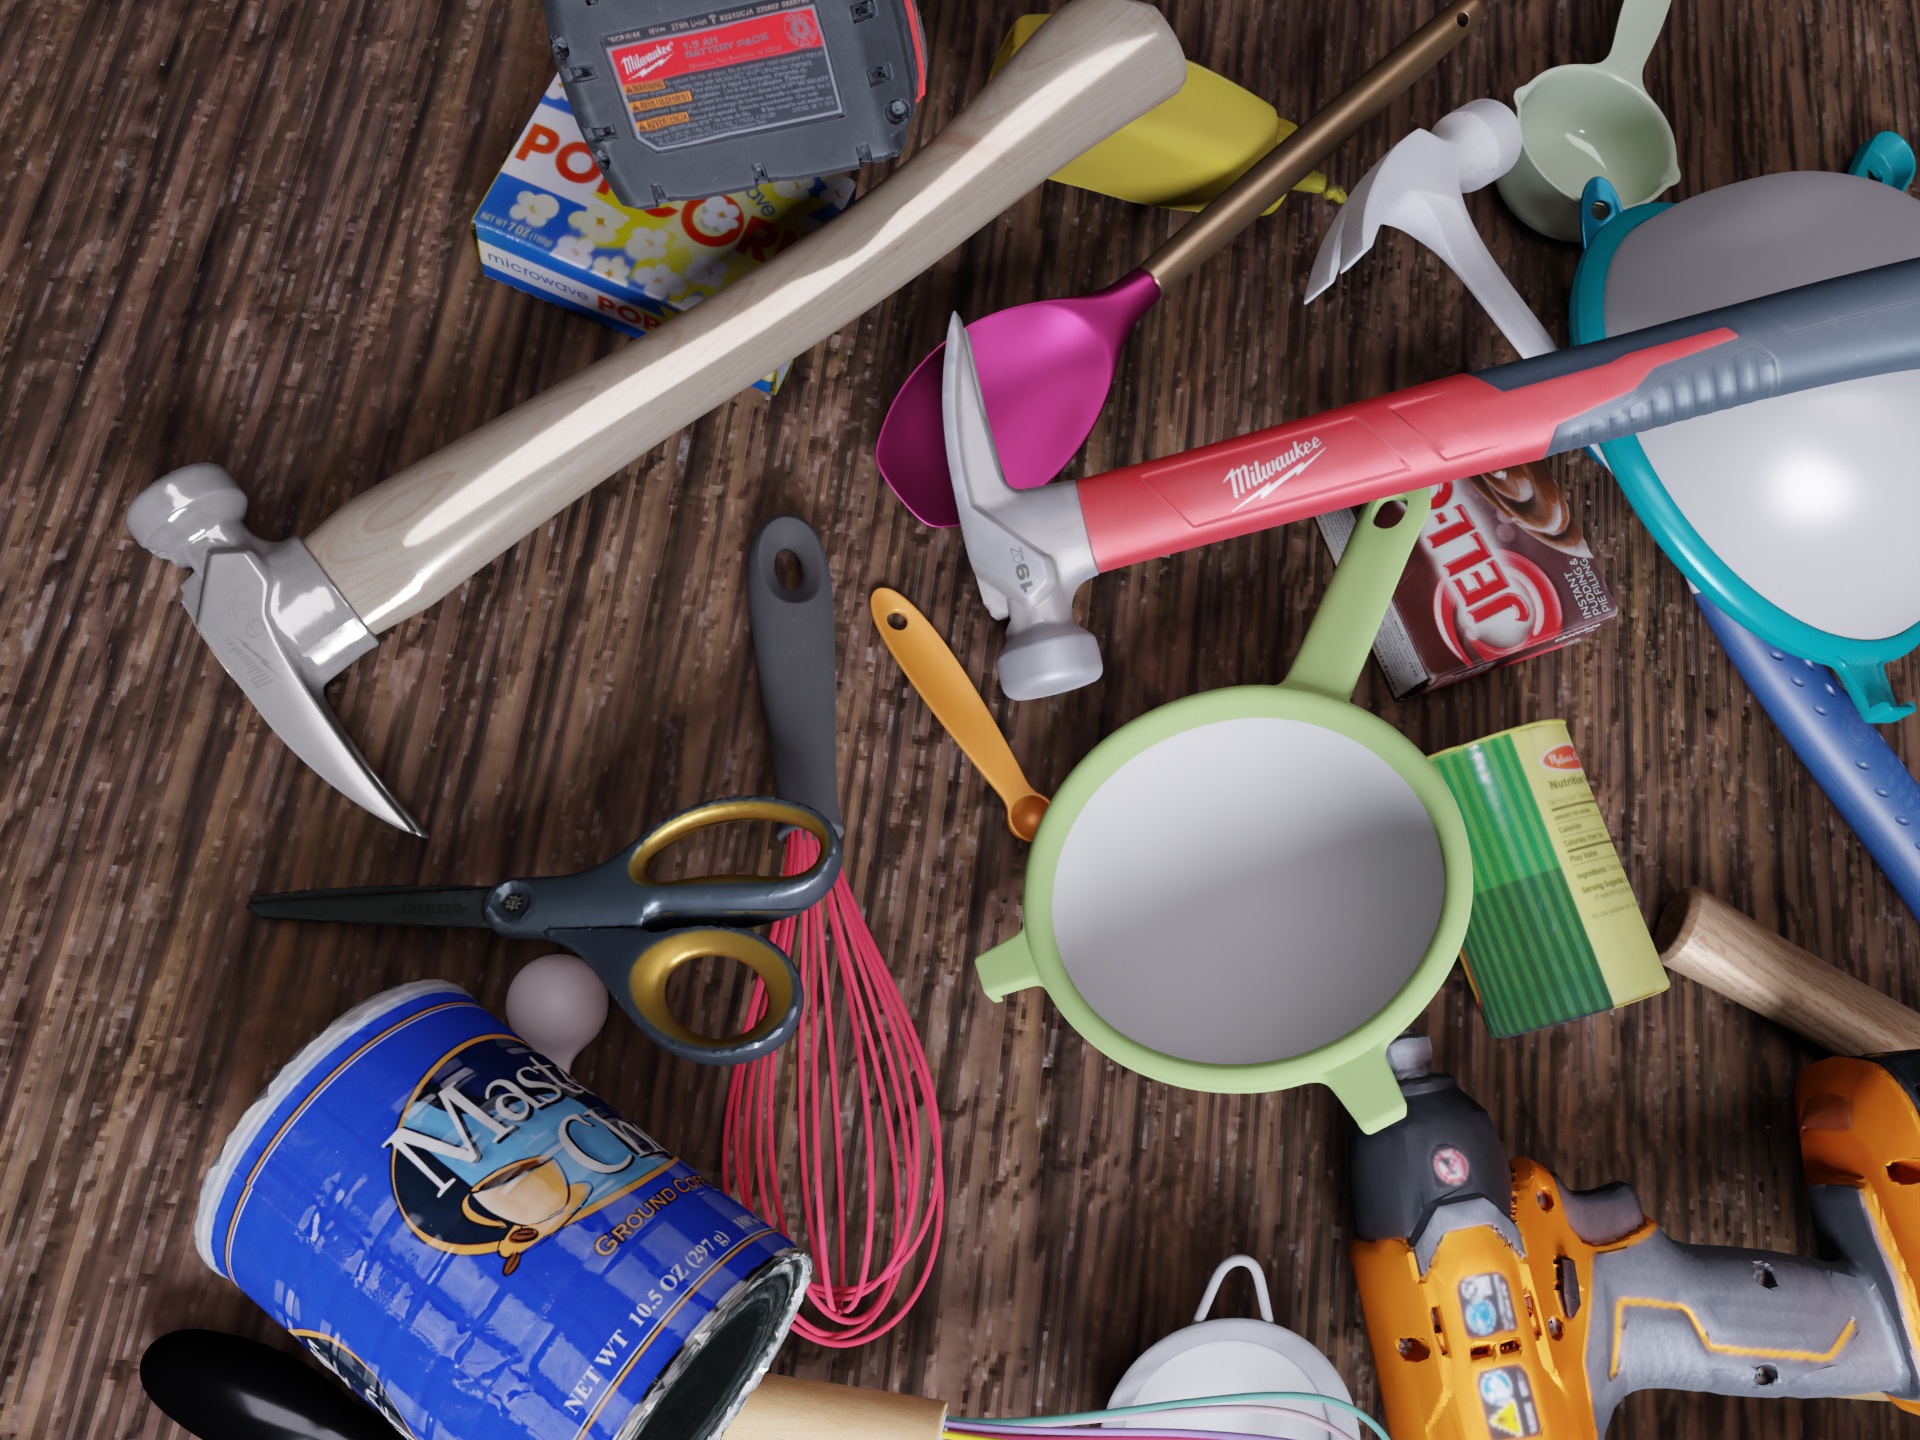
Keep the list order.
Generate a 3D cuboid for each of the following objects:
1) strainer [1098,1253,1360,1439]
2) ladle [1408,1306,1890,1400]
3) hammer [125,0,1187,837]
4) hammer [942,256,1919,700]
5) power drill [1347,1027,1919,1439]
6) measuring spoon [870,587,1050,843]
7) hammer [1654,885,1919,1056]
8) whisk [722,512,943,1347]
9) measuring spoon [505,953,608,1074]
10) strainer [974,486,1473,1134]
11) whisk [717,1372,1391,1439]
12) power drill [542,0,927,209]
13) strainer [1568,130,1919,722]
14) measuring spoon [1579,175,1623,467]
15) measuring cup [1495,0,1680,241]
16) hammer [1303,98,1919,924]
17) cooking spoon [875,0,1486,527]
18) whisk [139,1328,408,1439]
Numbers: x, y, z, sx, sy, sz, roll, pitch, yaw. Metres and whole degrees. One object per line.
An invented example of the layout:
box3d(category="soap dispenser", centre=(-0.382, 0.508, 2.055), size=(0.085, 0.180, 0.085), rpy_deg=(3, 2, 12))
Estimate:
box3d(category="strainer", centre=(0.084, 0.301, 0.501), size=(0.087, 0.050, 0.258), rpy_deg=(2, 78, -7))
box3d(category="ladle", centre=(0.310, 0.233, 0.574), size=(0.315, 0.031, 0.069), rpy_deg=(8, 65, -6))
box3d(category="hammer", centre=(-0.078, -0.129, 0.573), size=(0.410, 0.038, 0.146), rpy_deg=(-37, 89, -10))
box3d(category="hammer", centre=(0.186, -0.121, 0.554), size=(0.386, 0.038, 0.143), rpy_deg=(-14, 84, 10))
box3d(category="power drill", centre=(0.242, 0.171, 0.530), size=(0.226, 0.084, 0.164), rpy_deg=(-9, 75, -5))
box3d(category="measuring spoon", centre=(-0.001, -0.002, 0.600), size=(0.021, 0.011, 0.117), rpy_deg=(-28, 76, -26))
box3d(category="hammer", centre=(0.418, 0.160, 0.605), size=(0.331, 0.031, 0.130), rpy_deg=(29, 54, 3))
box3d(category="whisk", centre=(-0.051, 0.058, 0.547), size=(0.073, 0.073, 0.296), rpy_deg=(-2, 66, -11))
box3d(category="measuring spoon", centre=(-0.139, 0.138, 0.522), size=(0.034, 0.018, 0.124), rpy_deg=(6, 72, -9))
box3d(category="strainer", centre=(0.124, 0.024, 0.578), size=(0.151, 0.069, 0.256), rpy_deg=(14, 63, 29))
box3d(category="whisk", centre=(0.016, 0.219, 0.482), size=(0.245, 0.047, 0.051), rpy_deg=(5, 83, 10))
box3d(category="power drill", centre=(-0.072, -0.276, 0.595), size=(0.143, 0.078, 0.220), rpy_deg=(-6, 39, 12))
box3d(category="strainer", centre=(0.378, -0.175, 0.647), size=(0.211, 0.095, 0.340), rpy_deg=(43, 57, -7))
box3d(category="measuring spoon", centre=(0.279, -0.169, 0.687), size=(0.042, 0.021, 0.128), rpy_deg=(-6, 87, -3))
box3d(category="measuring cup", centre=(0.296, -0.290, 0.734), size=(0.083, 0.038, 0.168), rpy_deg=(27, 68, -1))
box3d(category="hammer", centre=(0.288, -0.062, 0.629), size=(0.144, 0.035, 0.405), rpy_deg=(-37, 90, -35))
box3d(category="cooking spoon", centre=(0.095, -0.192, 0.639), size=(0.319, 0.017, 0.068), rpy_deg=(-41, 103, -6))
box3d(category="whisk", centre=(-0.115, 0.246, 0.476), size=(0.284, 0.070, 0.070), rpy_deg=(23, 70, 3))
